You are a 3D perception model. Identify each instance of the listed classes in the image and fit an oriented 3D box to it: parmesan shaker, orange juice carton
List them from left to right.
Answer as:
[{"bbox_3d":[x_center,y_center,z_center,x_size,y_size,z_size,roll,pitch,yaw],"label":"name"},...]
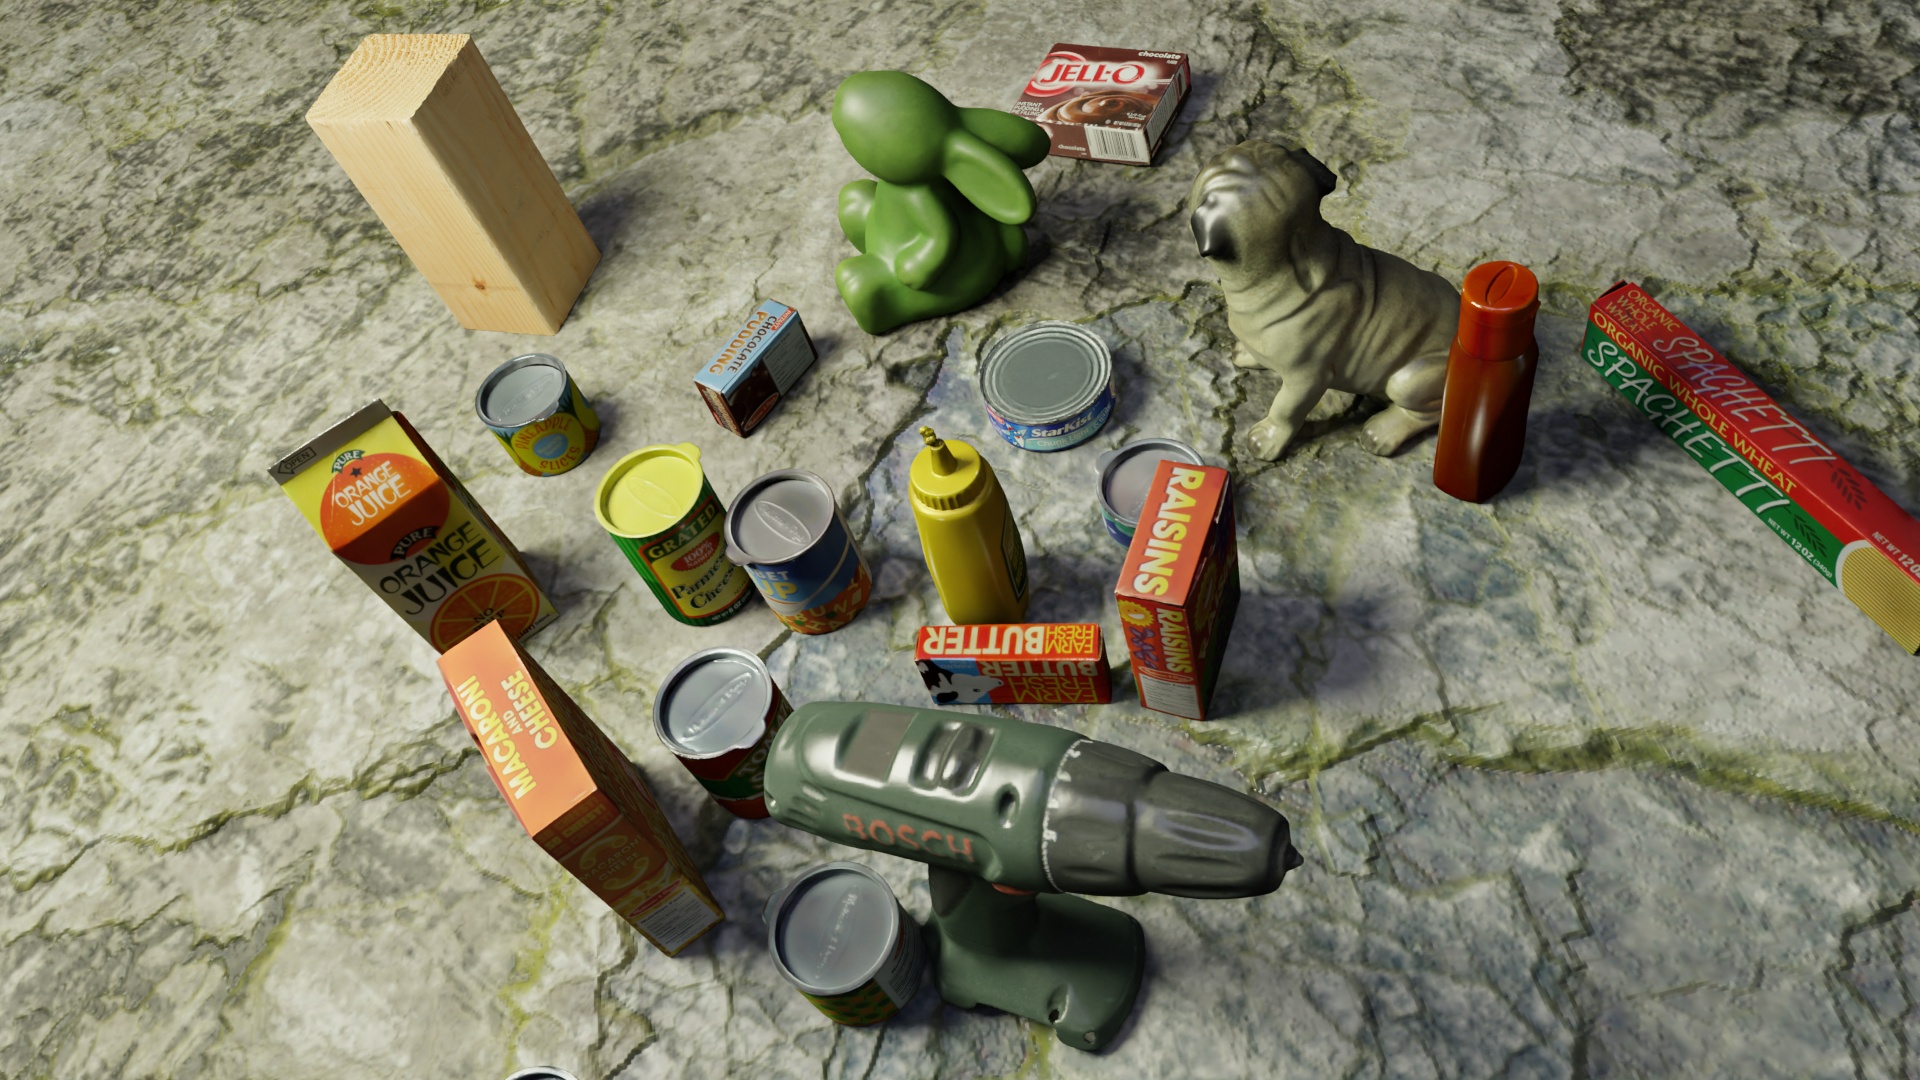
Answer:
[{"bbox_3d":[-0.324,-0.005,0.827,0.072,0.191,0.073,-37,55,-11],"label":"orange juice carton"},{"bbox_3d":[-0.167,-0.003,0.839,0.071,0.102,0.071,-7,54,10],"label":"parmesan shaker"}]

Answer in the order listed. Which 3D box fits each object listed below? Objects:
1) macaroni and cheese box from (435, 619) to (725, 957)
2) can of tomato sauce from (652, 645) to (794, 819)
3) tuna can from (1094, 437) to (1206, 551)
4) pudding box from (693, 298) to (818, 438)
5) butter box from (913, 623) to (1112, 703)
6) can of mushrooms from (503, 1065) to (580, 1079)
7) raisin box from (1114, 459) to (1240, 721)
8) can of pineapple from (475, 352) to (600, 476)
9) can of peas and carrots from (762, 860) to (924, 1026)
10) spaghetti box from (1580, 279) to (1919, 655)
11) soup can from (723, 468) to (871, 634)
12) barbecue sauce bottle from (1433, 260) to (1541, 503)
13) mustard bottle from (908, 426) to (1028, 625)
[{"bbox_3d":[-0.192,0.131,0.712,0.040,0.165,0.124,-36,55,-11],"label":"macaroni and cheese box"},{"bbox_3d":[-0.120,0.108,0.762,0.071,0.082,0.071,-7,54,10],"label":"can of tomato sauce"},{"bbox_3d":[0.113,-0.027,0.826,0.071,0.032,0.071,-7,54,10],"label":"tuna can"},{"bbox_3d":[-0.138,-0.118,0.946,0.030,0.049,0.084,25,65,28],"label":"pudding box"},{"bbox_3d":[0.030,0.069,0.768,0.103,0.053,0.024,-2,56,14],"label":"butter box"},{"bbox_3d":[-0.207,0.295,0.683,0.071,0.033,0.071,-7,54,10],"label":"can of mushrooms"},{"bbox_3d":[0.117,0.028,0.730,0.040,0.123,0.086,11,60,22],"label":"raisin box"},{"bbox_3d":[-0.290,-0.085,0.958,0.071,0.057,0.071,-7,54,10],"label":"can of pineapple"},{"bbox_3d":[-0.058,0.202,0.694,0.071,0.058,0.071,-7,54,10],"label":"can of peas and carrots"},{"bbox_3d":[0.429,-0.047,0.745,0.029,0.050,0.251,-27,53,-5],"label":"spaghetti box"},{"bbox_3d":[-0.097,0.010,0.824,0.071,0.083,0.072,-7,54,10],"label":"soup can"},{"bbox_3d":[0.285,-0.086,0.750,0.044,0.148,0.065,26,66,29],"label":"barbecue sauce bottle"},{"bbox_3d":[0.003,-0.010,0.764,0.049,0.159,0.065,-6,55,11],"label":"mustard bottle"}]
